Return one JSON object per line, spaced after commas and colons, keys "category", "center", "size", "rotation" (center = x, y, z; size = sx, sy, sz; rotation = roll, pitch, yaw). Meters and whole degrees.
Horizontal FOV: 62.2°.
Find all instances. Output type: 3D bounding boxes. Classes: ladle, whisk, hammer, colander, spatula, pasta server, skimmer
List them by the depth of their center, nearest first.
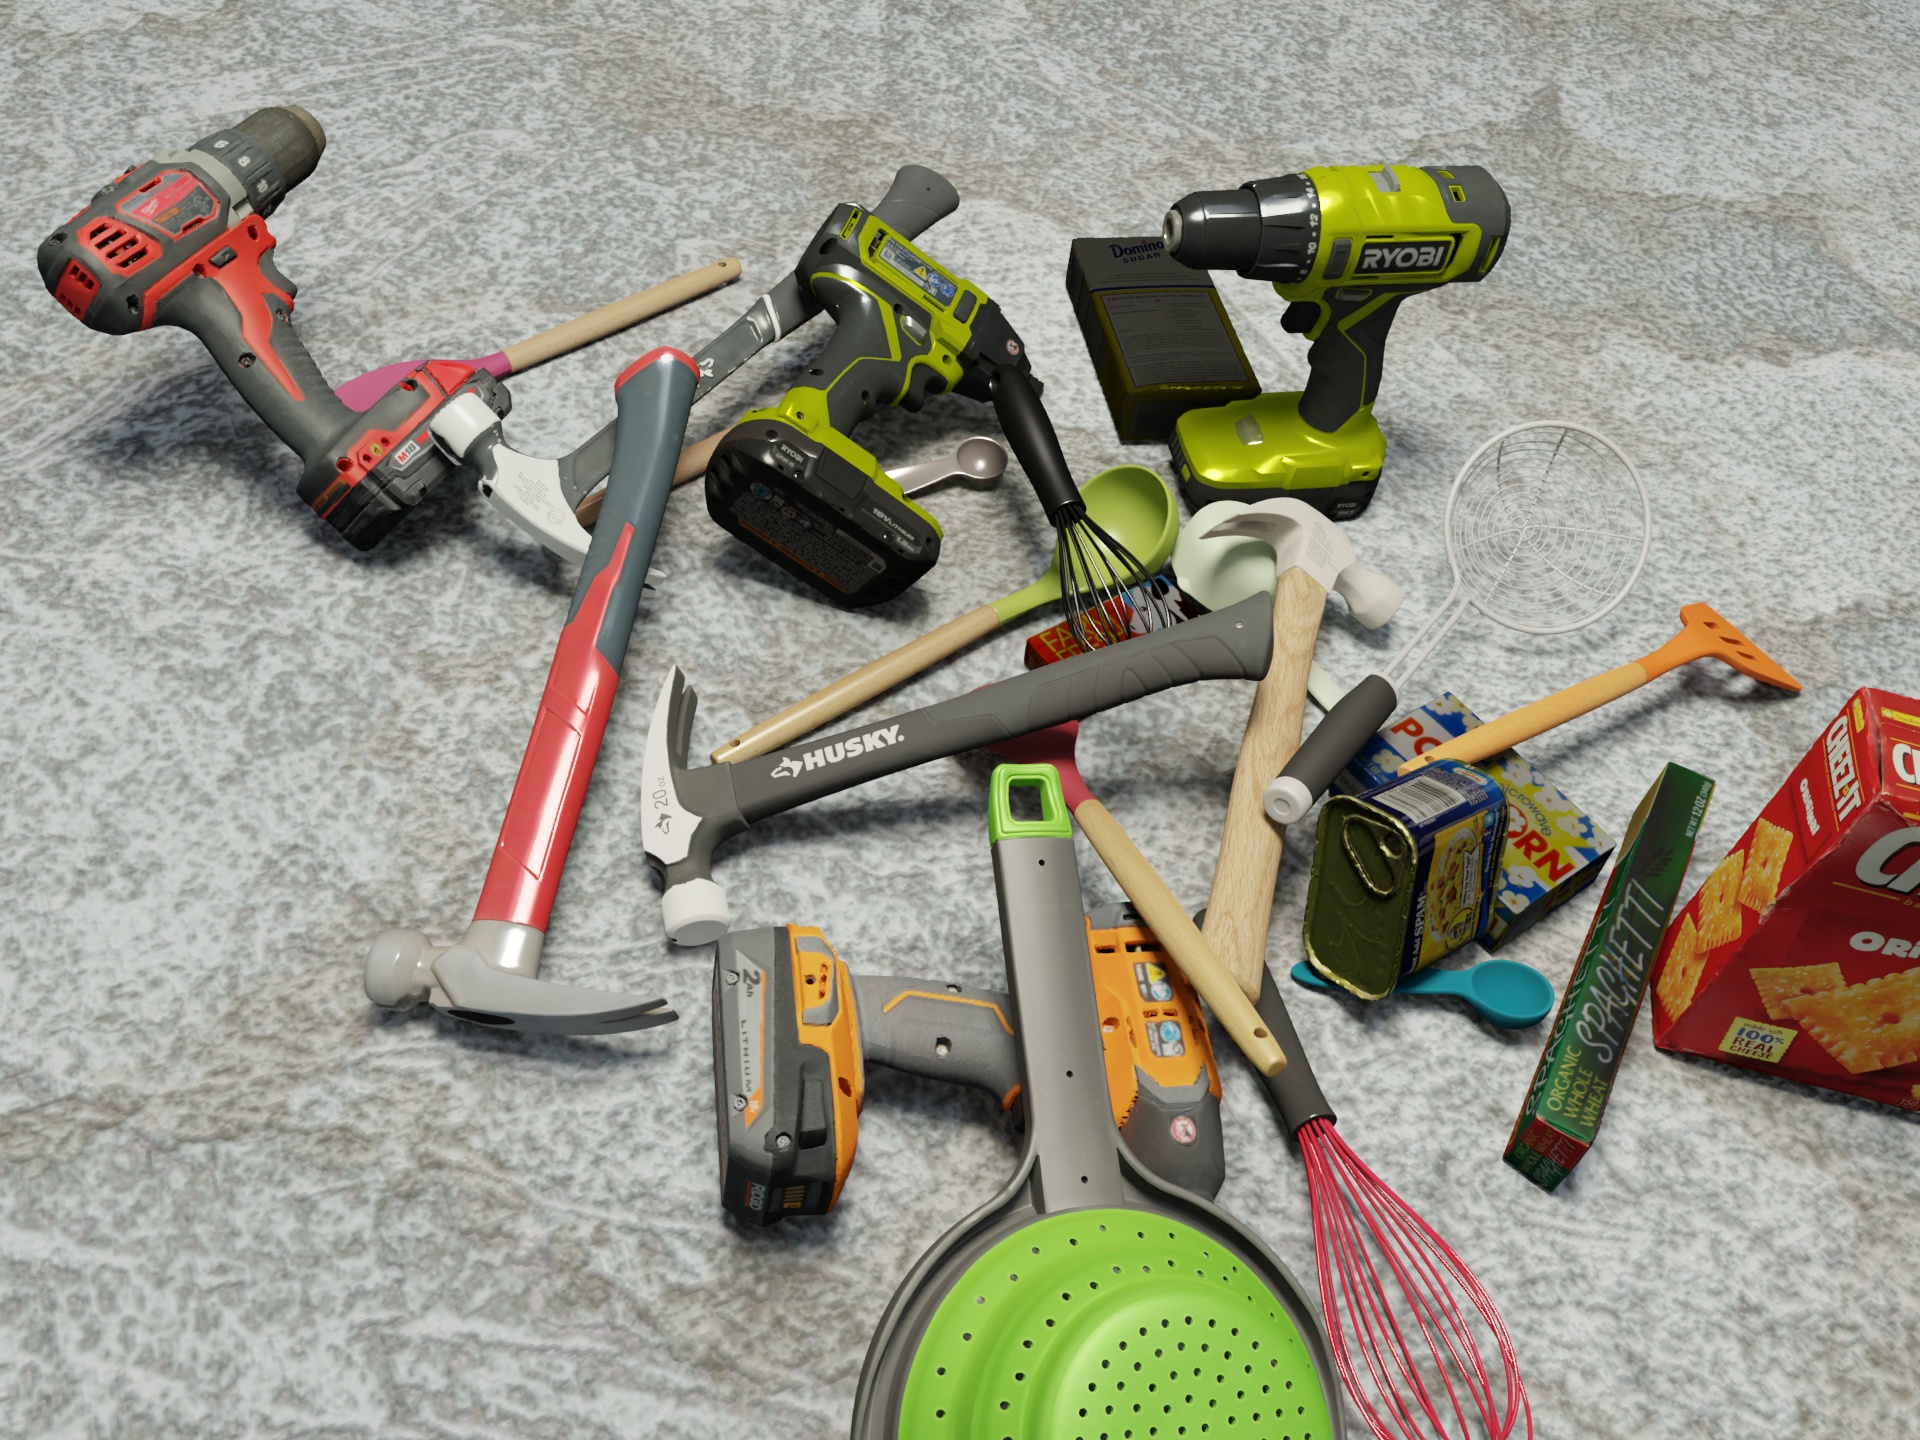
{"category": "colander", "center": [0.059, 0.191, 0.610], "size": [0.204, 0.094, 0.397], "rotation": [0, 68, -17]}
{"category": "whisk", "center": [0.167, 0.200, 0.716], "size": [0.073, 0.073, 0.296], "rotation": [-9, 47, -14]}
{"category": "ladle", "center": [0.071, 0.060, 0.769], "size": [0.069, 0.031, 0.316], "rotation": [-10, 35, -19]}
{"category": "hammer", "center": [-0.001, -0.003, 0.802], "size": [0.335, 0.035, 0.146], "rotation": [-18, 59, 3]}
{"category": "hammer", "center": [-0.174, -0.032, 0.811], "size": [0.143, 0.038, 0.387], "rotation": [5, 62, 8]}
{"category": "hammer", "center": [0.162, 0.004, 0.829], "size": [0.130, 0.031, 0.331], "rotation": [37, 47, -18]}
{"category": "skimmer", "center": [0.274, -0.054, 0.862], "size": [0.363, 0.090, 0.127], "rotation": [-39, 97, -43]}
{"category": "whisk", "center": [0.060, -0.119, 0.894], "size": [0.055, 0.055, 0.239], "rotation": [-11, 56, -15]}
{"category": "spatula", "center": [0.362, -0.012, 0.898], "size": [0.322, 0.041, 0.081], "rotation": [-19, 55, -27]}
{"category": "ladle", "center": [-0.005, -0.058, 0.903], "size": [0.320, 0.062, 0.078], "rotation": [-29, 44, -24]}
{"category": "hammer", "center": [-0.126, -0.235, 0.982], "size": [0.149, 0.036, 0.409], "rotation": [46, 57, -6]}
{"category": "pasta server", "center": [-0.127, -0.190, 1.004], "size": [0.316, 0.040, 0.060], "rotation": [-32, 67, -27]}

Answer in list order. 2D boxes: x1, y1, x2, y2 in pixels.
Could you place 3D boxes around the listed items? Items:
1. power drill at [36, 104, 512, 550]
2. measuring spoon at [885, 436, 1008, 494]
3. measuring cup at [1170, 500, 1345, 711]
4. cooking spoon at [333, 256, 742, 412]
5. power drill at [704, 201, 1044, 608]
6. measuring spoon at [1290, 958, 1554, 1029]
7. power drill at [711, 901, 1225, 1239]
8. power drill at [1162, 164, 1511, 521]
{"category": "power drill", "center": [-0.368, -0.231, 0.905], "size": [0.226, 0.080, 0.188], "rotation": [45, 50, -18]}
{"category": "measuring spoon", "center": [-0.029, -0.148, 1.001], "size": [0.124, 0.018, 0.034], "rotation": [-19, 63, -12]}
{"category": "measuring cup", "center": [0.191, -0.065, 0.934], "size": [0.083, 0.038, 0.168], "rotation": [-15, 58, -38]}
{"category": "cooking spoon", "center": [-0.275, -0.244, 1.042], "size": [0.319, 0.017, 0.069], "rotation": [-32, 62, -28]}
{"category": "power drill", "center": [-0.044, -0.185, 0.949], "size": [0.171, 0.080, 0.223], "rotation": [33, 57, -18]}
{"category": "measuring spoon", "center": [0.231, 0.138, 0.801], "size": [0.128, 0.021, 0.042], "rotation": [4, 33, 8]}
{"category": "power drill", "center": [0.007, 0.164, 0.709], "size": [0.226, 0.084, 0.164], "rotation": [-1, 51, -13]}
{"category": "power drill", "center": [0.199, -0.224, 0.948], "size": [0.190, 0.228, 0.080], "rotation": [-5, 52, -11]}
